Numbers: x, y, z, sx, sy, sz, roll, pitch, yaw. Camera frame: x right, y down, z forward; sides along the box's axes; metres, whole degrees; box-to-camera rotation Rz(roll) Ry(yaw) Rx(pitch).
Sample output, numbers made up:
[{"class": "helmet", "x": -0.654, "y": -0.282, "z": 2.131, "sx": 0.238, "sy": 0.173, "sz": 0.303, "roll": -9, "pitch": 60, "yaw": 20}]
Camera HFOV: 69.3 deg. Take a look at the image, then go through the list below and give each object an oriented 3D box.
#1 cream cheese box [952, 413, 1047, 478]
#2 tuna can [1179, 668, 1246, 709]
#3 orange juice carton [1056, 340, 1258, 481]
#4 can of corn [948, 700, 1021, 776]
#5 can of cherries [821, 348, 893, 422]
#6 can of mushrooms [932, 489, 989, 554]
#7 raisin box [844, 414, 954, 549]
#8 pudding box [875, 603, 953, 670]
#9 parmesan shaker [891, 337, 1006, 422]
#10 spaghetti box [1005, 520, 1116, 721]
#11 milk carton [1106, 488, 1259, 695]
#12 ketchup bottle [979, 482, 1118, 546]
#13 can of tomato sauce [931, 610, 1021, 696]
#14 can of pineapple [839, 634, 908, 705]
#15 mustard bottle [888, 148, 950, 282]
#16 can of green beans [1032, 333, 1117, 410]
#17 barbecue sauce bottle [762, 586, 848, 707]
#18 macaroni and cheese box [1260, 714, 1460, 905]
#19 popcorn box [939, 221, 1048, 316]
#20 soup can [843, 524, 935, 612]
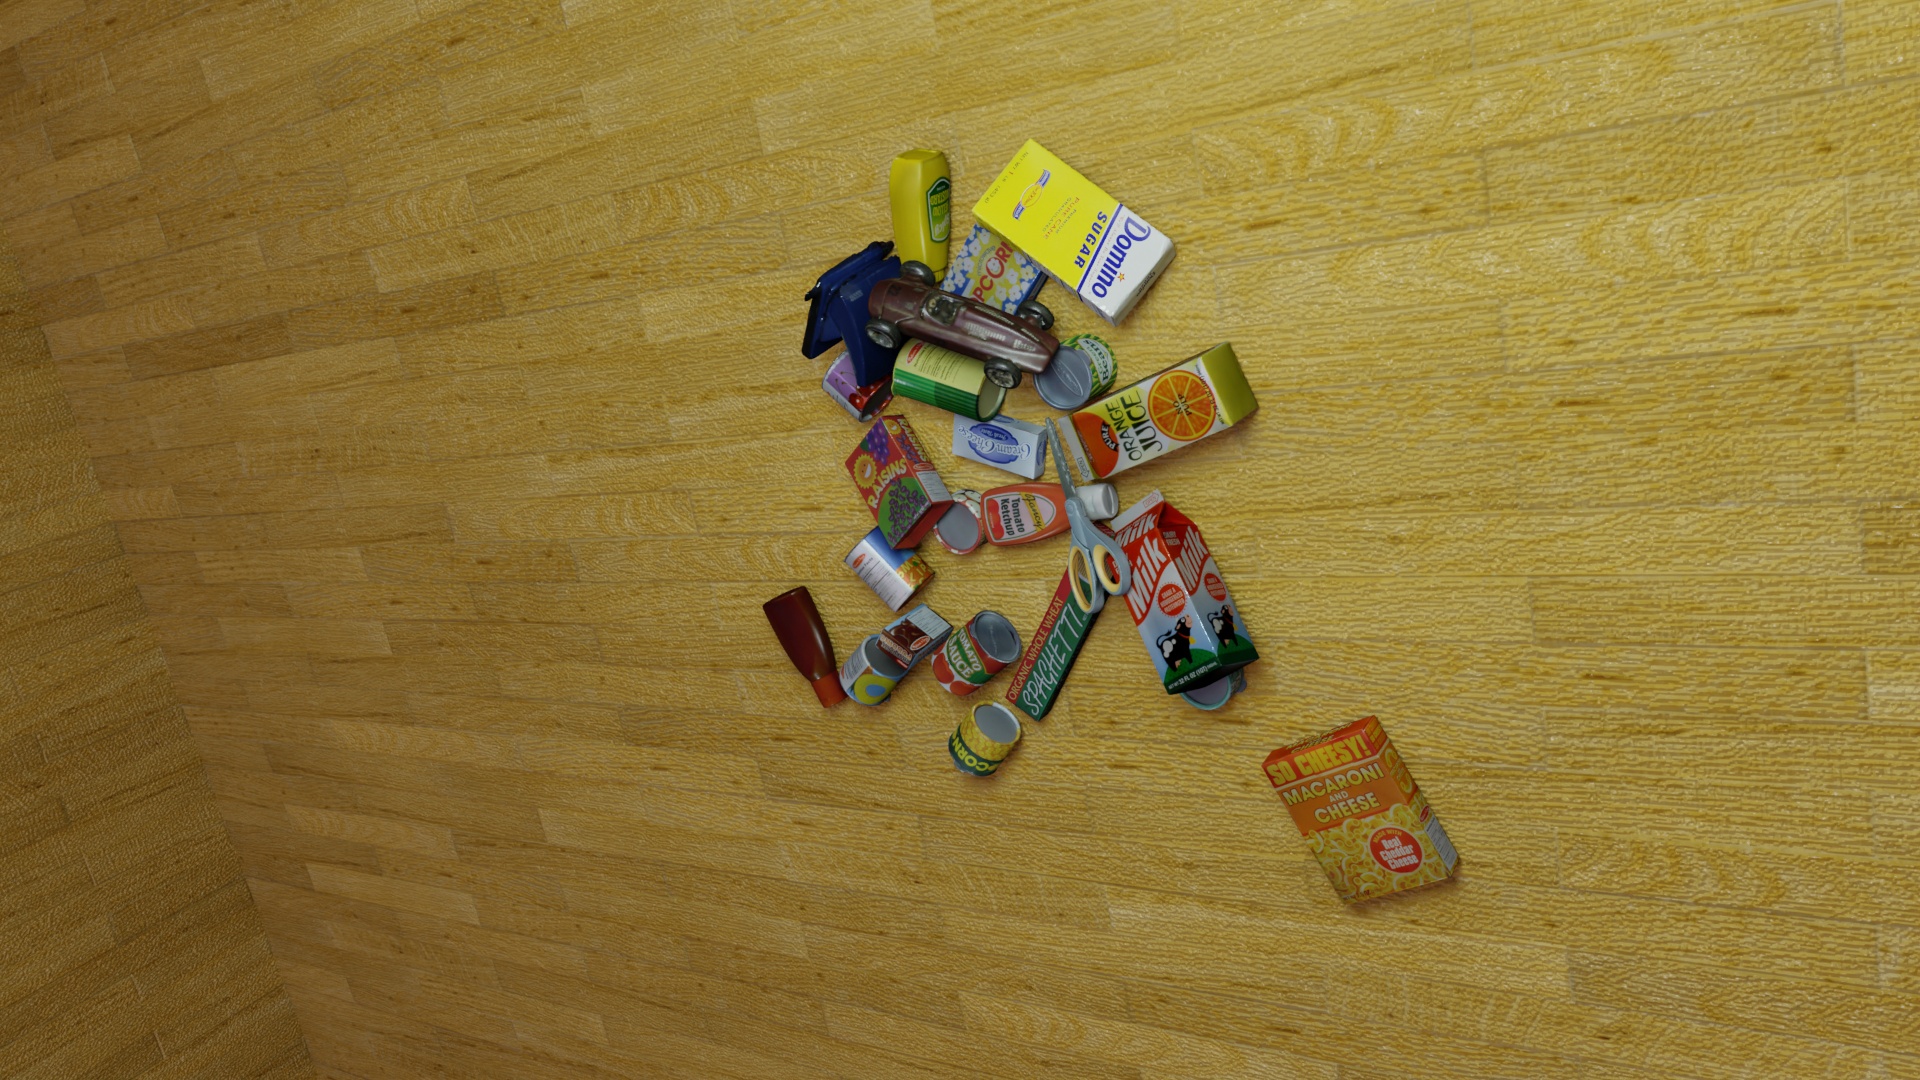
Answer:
[{"class": "cream cheese box", "x": 0.041, "y": -0.105, "z": 1.470, "sx": 0.104, "sy": 0.024, "sz": 0.053, "roll": 19, "pitch": 121, "yaw": 27}, {"class": "tuna can", "x": 0.255, "y": 0.139, "z": 1.421, "sx": 0.071, "sy": 0.033, "sz": 0.070, "roll": 13, "pitch": 115, "yaw": 30}, {"class": "orange juice carton", "x": 0.181, "y": -0.118, "z": 1.341, "sx": 0.192, "sy": 0.073, "sz": 0.071, "roll": -22, "pitch": 96, "yaw": 38}, {"class": "can of corn", "x": 0.027, "y": 0.227, "z": 1.584, "sx": 0.071, "sy": 0.071, "sz": 0.058, "roll": 42, "pitch": 126, "yaw": 12}, {"class": "can of cherries", "x": -0.107, "y": -0.173, "z": 1.517, "sx": 0.058, "sy": 0.072, "sz": 0.071, "roll": 42, "pitch": 126, "yaw": 13}, {"class": "can of mushrooms", "x": 0.005, "y": -0.019, "z": 1.524, "sx": 0.071, "sy": 0.033, "sz": 0.070, "roll": 13, "pitch": 114, "yaw": 29}, {"class": "raisin box", "x": -0.068, "y": -0.065, "z": 1.528, "sx": 0.085, "sy": 0.040, "sz": 0.124, "roll": -49, "pitch": 61, "yaw": 38}, {"class": "pudding box", "x": -0.052, "y": 0.108, "z": 1.581, "sx": 0.050, "sy": 0.084, "sz": 0.030, "roll": 38, "pitch": 126, "yaw": 15}, {"class": "parmesan shaker", "x": -0.011, "y": -0.166, "z": 1.452, "sx": 0.103, "sy": 0.071, "sz": 0.071, "roll": 21, "pitch": 119, "yaw": 25}, {"class": "spaghetti box", "x": 0.115, "y": 0.092, "z": 1.498, "sx": 0.050, "sy": 0.029, "sz": 0.248, "roll": 35, "pitch": 124, "yaw": 19}, {"class": "milk carton", "x": 0.210, "y": 0.048, "z": 1.372, "sx": 0.072, "sy": 0.073, "sz": 0.191, "roll": -37, "pitch": 68, "yaw": 37}, {"class": "ketchup bottle", "x": 0.093, "y": -0.033, "z": 1.453, "sx": 0.148, "sy": 0.044, "sz": 0.064, "roll": -8, "pitch": 94, "yaw": 35}, {"class": "can of tomato sauce", "x": 0.016, "y": 0.127, "z": 1.552, "sx": 0.071, "sy": 0.071, "sz": 0.082, "roll": 51, "pitch": 128, "yaw": 6}, {"class": "can of pineapple", "x": -0.100, "y": 0.153, "z": 1.644, "sx": 0.071, "sy": 0.071, "sz": 0.057, "roll": 47, "pitch": 127, "yaw": 9}, {"class": "mustard bottle", "x": -0.038, "y": -0.315, "z": 1.418, "sx": 0.049, "sy": 0.065, "sz": 0.159, "roll": 13, "pitch": 123, "yaw": 28}, {"class": "can of green beans", "x": 0.114, "y": -0.167, "z": 1.375, "sx": 0.071, "sy": 0.058, "sz": 0.071, "roll": 13, "pitch": 115, "yaw": 29}, {"class": "barbecue sauce bottle", "x": -0.185, "y": 0.133, "z": 1.706, "sx": 0.064, "sy": 0.044, "sz": 0.148, "roll": -23, "pitch": 96, "yaw": 38}, {"class": "macaroni and cheese box", "x": 0.394, "y": 0.268, "z": 1.375, "sx": 0.123, "sy": 0.040, "sz": 0.166, "roll": -30, "pitch": 91, "yaw": 38}, {"class": "popcorn box", "x": 0.035, "y": -0.264, "z": 1.402, "sx": 0.085, "sy": 0.038, "sz": 0.126, "roll": 41, "pitch": 126, "yaw": 12}, {"class": "soup can", "x": -0.078, "y": 0.029, "z": 1.578, "sx": 0.084, "sy": 0.072, "sz": 0.071, "roll": 45, "pitch": 127, "yaw": 5}]
